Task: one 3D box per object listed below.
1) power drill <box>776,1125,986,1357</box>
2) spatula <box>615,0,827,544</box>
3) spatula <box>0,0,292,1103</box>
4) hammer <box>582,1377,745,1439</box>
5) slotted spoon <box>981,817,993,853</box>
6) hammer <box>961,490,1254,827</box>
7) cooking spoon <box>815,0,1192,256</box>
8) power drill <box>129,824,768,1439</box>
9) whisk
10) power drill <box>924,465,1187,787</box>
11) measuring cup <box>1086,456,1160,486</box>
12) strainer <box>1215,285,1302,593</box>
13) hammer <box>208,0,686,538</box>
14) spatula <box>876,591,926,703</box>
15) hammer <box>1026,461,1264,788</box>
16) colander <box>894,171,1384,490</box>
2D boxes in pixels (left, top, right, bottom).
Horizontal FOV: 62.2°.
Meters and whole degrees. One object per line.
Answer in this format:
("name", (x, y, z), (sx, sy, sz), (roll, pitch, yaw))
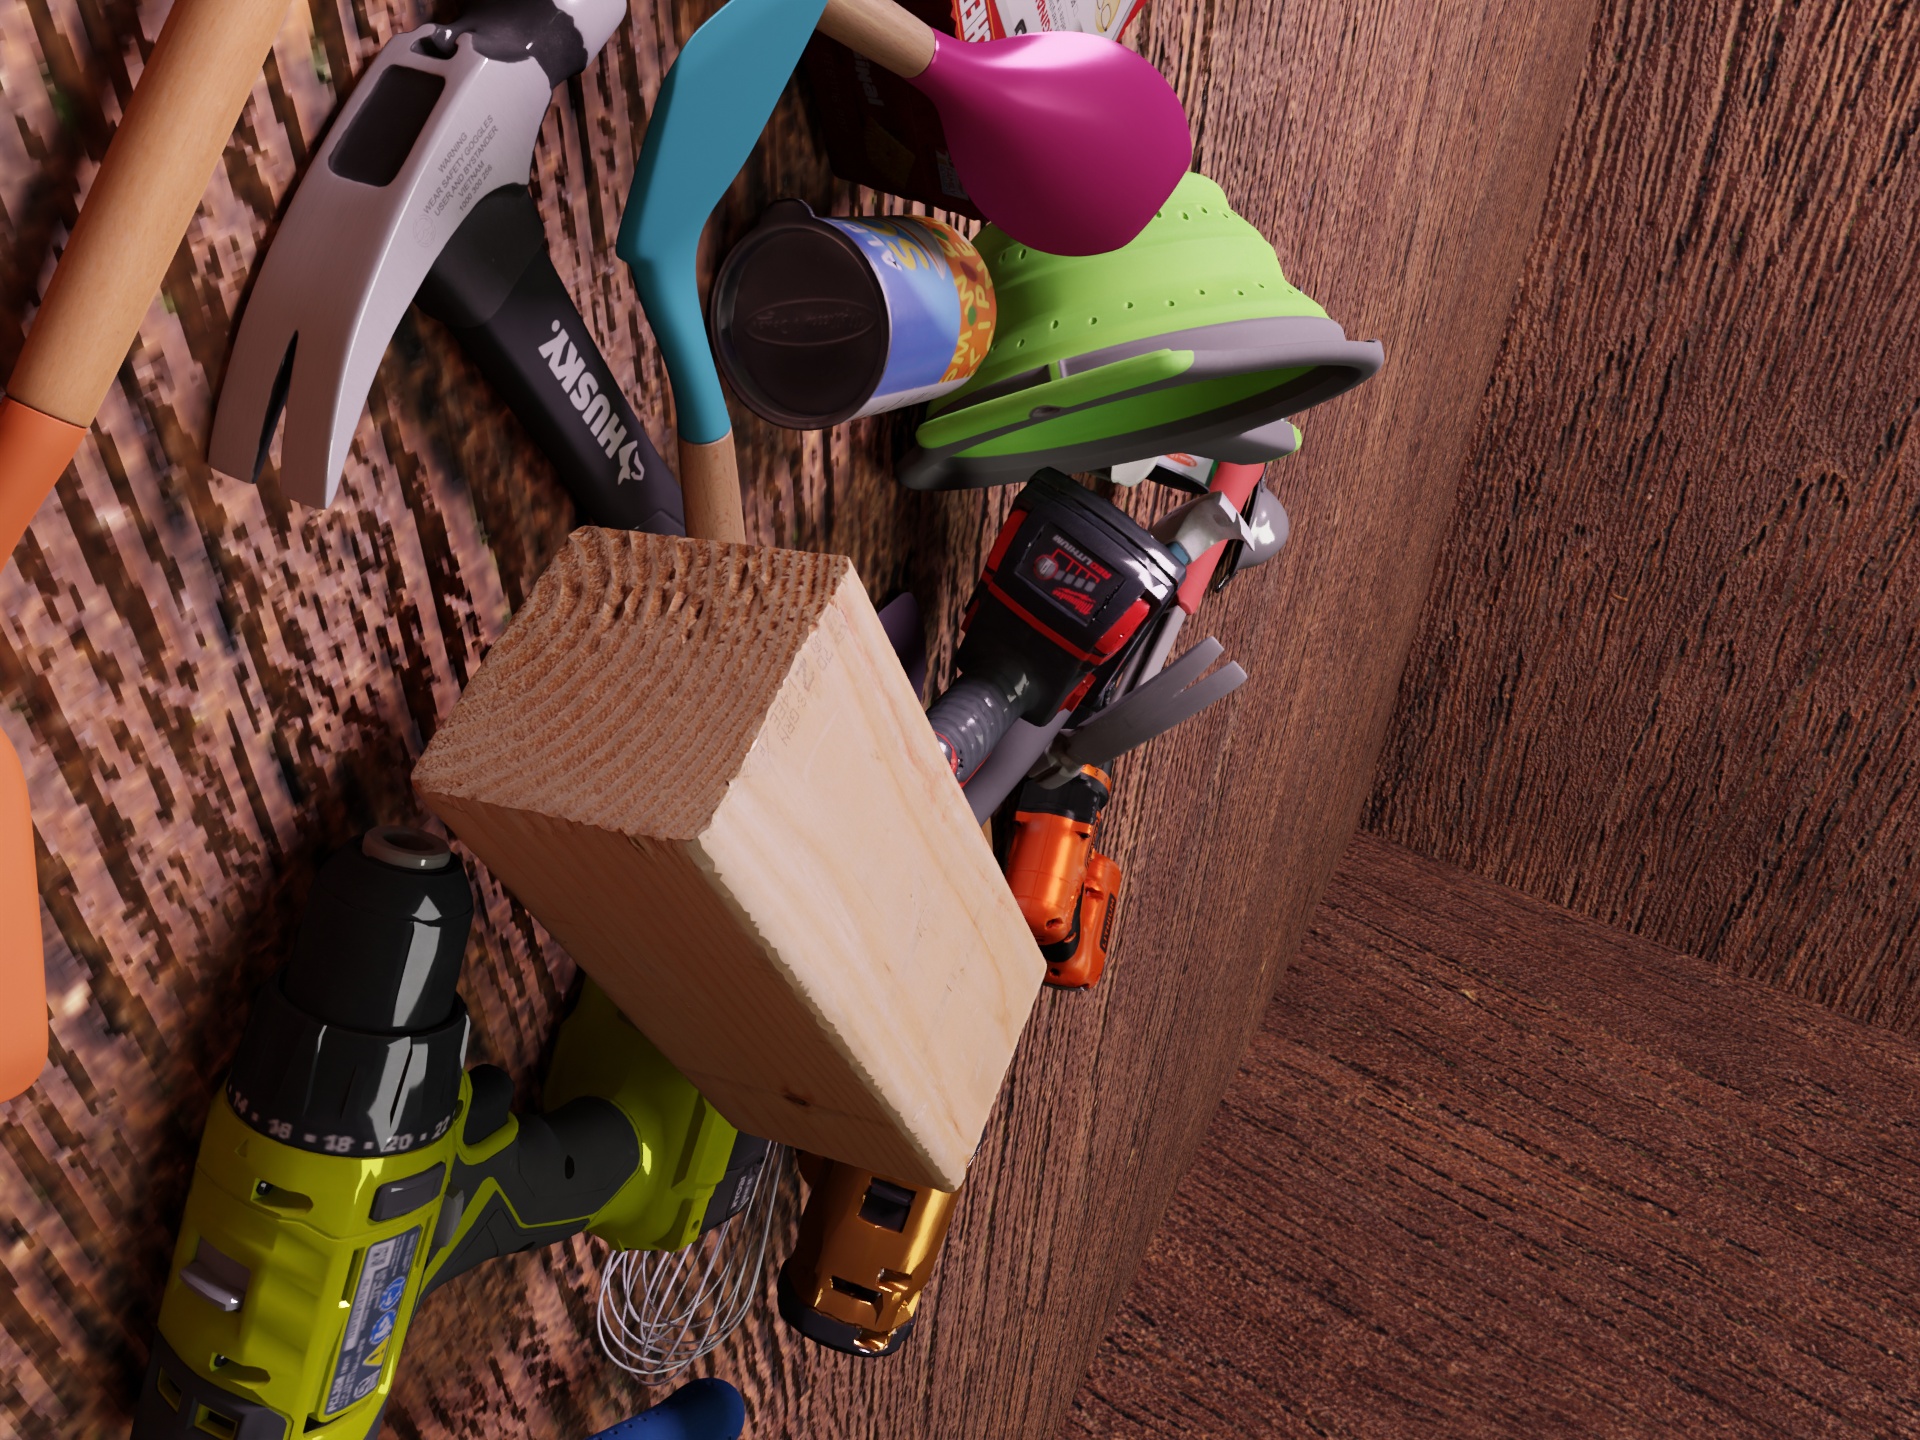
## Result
("power drill", (-0.022, 0.168, 0.739), (0.226, 0.084, 0.185), (123, -13, -88))
("spatula", (-0.064, -0.060, 0.466), (0.317, 0.044, 0.082), (92, 21, -45))
("spatula", (-0.154, -0.077, 0.298), (0.322, 0.041, 0.081), (-65, 160, 1))
("hammer", (-0.171, 0.272, 0.531), (0.144, 0.035, 0.405), (-31, 161, 5))
("slotted spoon", (0.012, 0.122, 0.990), (0.313, 0.031, 0.070), (86, 26, -48))
("hammer", (0.061, -0.026, 0.864), (0.128, 0.033, 0.331), (-25, -161, 50))
("cooking spoon", (-0.029, -0.188, 0.425), (0.318, 0.017, 0.068), (7, 130, -51))
("power drill", (-0.140, 0.118, 0.506), (0.228, 0.080, 0.190), (-5, 114, -66))
("whisk", (-0.083, 0.159, 0.716), (0.285, 0.070, 0.070), (-65, 160, -11))
("power drill", (-0.001, -0.002, 0.654), (0.227, 0.080, 0.187), (-50, 174, -28))
("measuring cup", (0.069, -0.186, 0.815), (0.083, 0.038, 0.167), (-61, 150, -14))
("strainer", (0.244, -0.211, 1.244), (0.087, 0.050, 0.258), (-68, 165, -57))
("hammer", (-0.099, -0.058, 0.493), (0.146, 0.035, 0.334), (-63, 160, -18))
("spatula", (-0.038, 0.069, 0.812), (0.060, 0.018, 0.315), (-44, 148, -42))
("hammer", (0.149, -0.094, 1.005), (0.149, 0.036, 0.359), (-33, -164, 38))
("colander", (0.096, -0.173, 0.734), (0.397, 0.204, 0.094), (-14, 92, -66))
